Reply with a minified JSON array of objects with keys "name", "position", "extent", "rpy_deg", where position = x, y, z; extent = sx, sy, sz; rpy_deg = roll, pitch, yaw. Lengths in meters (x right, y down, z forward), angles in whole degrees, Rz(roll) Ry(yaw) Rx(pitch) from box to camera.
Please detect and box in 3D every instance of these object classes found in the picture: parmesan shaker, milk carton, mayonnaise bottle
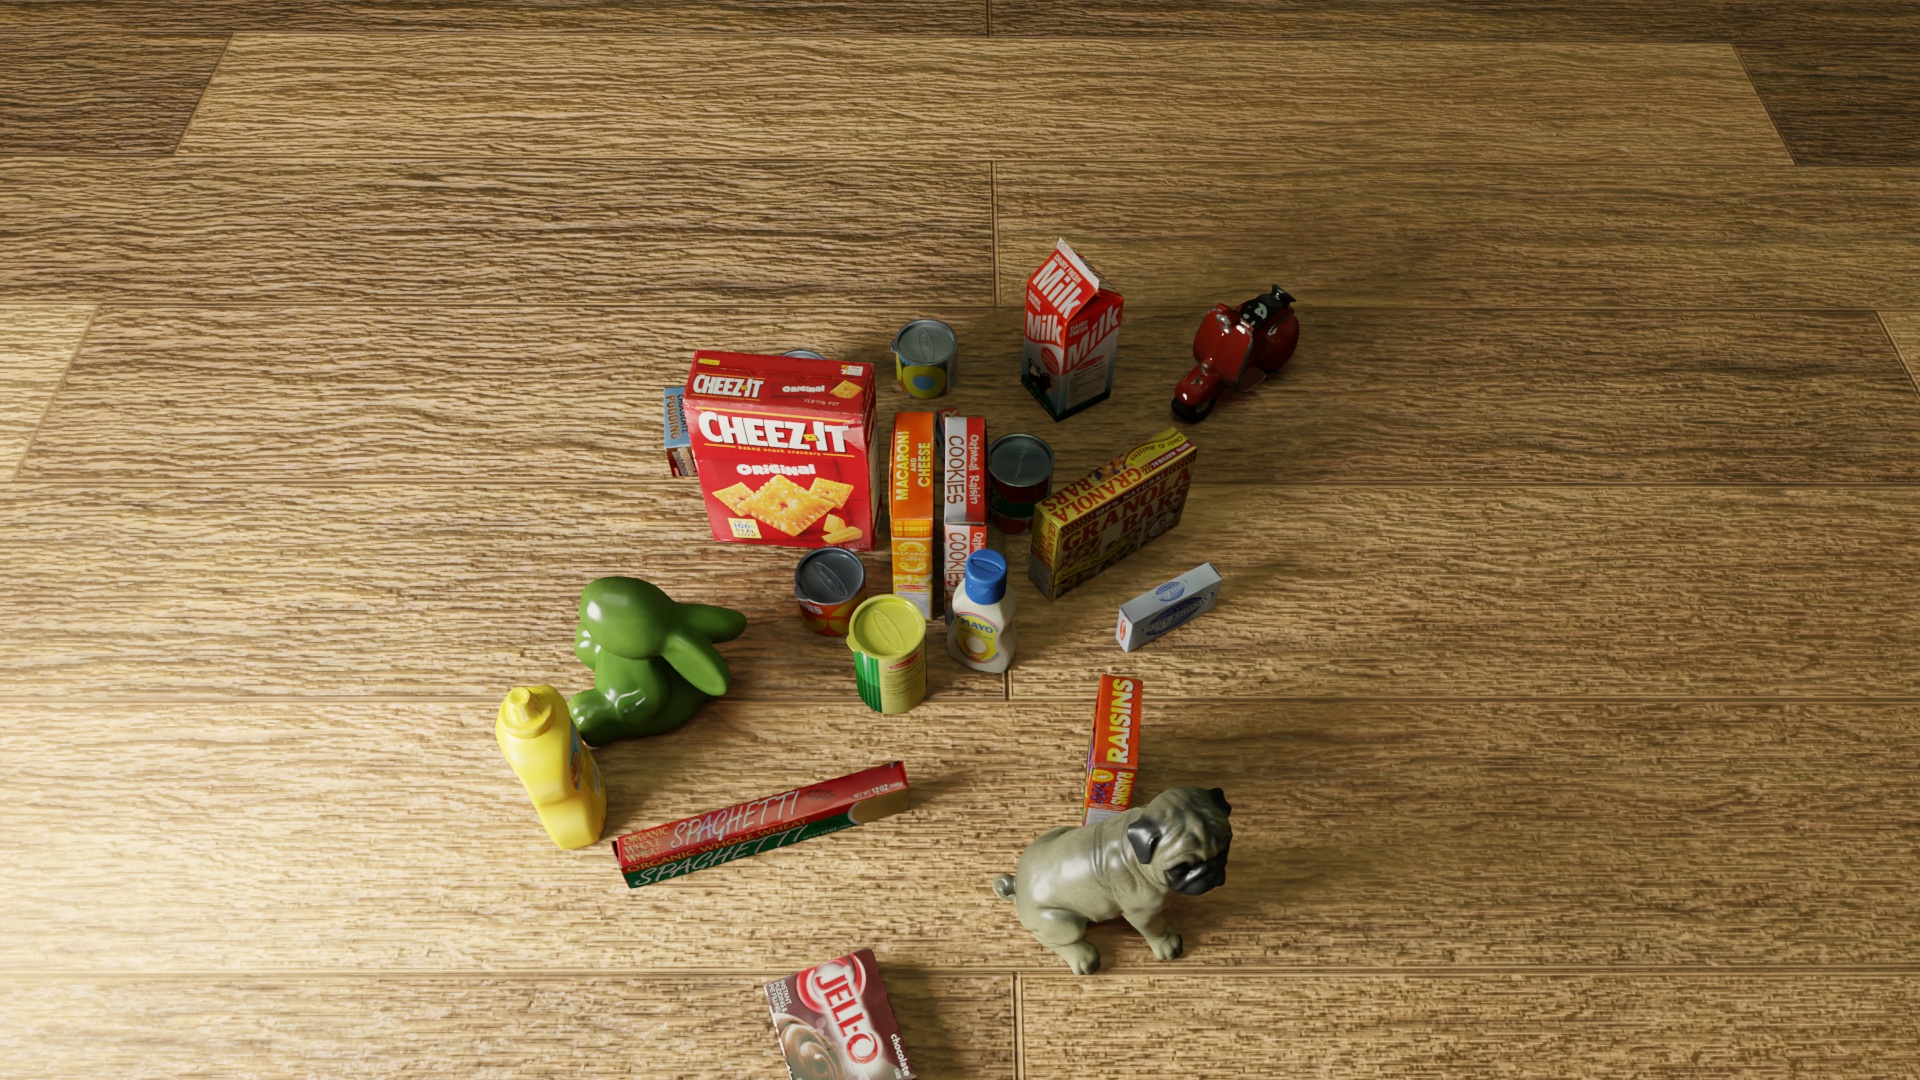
[{"name":"parmesan shaker","position":[-0.066,0.104,1.240],"extent":[0.071,0.102,0.071],"rpy_deg":[0,55,-1]},{"name":"milk carton","position":[0.114,-0.218,1.419],"extent":[0.074,0.189,0.072],"rpy_deg":[-27,59,-18]},{"name":"mayonnaise bottle","position":[0.021,0.063,1.243],"extent":[0.065,0.147,0.041],"rpy_deg":[18,57,12]}]

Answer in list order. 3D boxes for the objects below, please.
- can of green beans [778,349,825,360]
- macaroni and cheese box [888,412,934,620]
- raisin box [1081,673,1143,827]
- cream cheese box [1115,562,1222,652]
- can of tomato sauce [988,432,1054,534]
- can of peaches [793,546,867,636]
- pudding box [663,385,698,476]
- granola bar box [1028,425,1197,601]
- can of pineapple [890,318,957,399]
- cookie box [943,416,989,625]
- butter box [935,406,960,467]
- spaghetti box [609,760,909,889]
[{"name":"can of green beans","position":[-0.166,-0.156,1.451],"extent":[0.071,0.057,0.071],"rpy_deg":[0,55,-1]},{"name":"macaroni and cheese box","position":[-0.044,-0.020,1.290],"extent":[0.040,0.165,0.124],"rpy_deg":[0,55,-1]},{"name":"raisin box","position":[0.128,0.181,1.176],"extent":[0.040,0.122,0.086],"rpy_deg":[7,55,4]},{"name":"cream cheese box","position":[0.195,0.063,1.304],"extent":[0.104,0.053,0.024],"rpy_deg":[-25,59,-17]},{"name":"can of tomato sauce","position":[0.055,-0.055,1.367],"extent":[0.071,0.082,0.071],"rpy_deg":[0,55,-1]},{"name":"can of peaches","position":[-0.123,0.049,1.306],"extent":[0.071,0.057,0.071],"rpy_deg":[0,55,-1]},{"name":"pudding box","position":[-0.285,-0.112,1.423],"extent":[0.030,0.049,0.084],"rpy_deg":[-6,55,-5]},{"name":"granola bar box","position":[0.144,-0.025,1.322],"extent":[0.166,0.123,0.039],"rpy_deg":[-30,60,-20]},{"name":"can of pineapple","position":[-0.038,-0.193,1.480],"extent":[0.071,0.057,0.071],"rpy_deg":[0,55,-1]},{"name":"cookie box","position":[0.005,-0.016,1.288],"extent":[0.040,0.166,0.123],"rpy_deg":[0,55,-1]},{"name":"butter box","position":[-0.002,-0.080,1.402],"extent":[0.024,0.052,0.104],"rpy_deg":[-11,56,-9]},{"name":"spaghetti box","position":[-0.165,0.240,1.174],"extent":[0.250,0.050,0.029],"rpy_deg":[-14,56,-11]}]
